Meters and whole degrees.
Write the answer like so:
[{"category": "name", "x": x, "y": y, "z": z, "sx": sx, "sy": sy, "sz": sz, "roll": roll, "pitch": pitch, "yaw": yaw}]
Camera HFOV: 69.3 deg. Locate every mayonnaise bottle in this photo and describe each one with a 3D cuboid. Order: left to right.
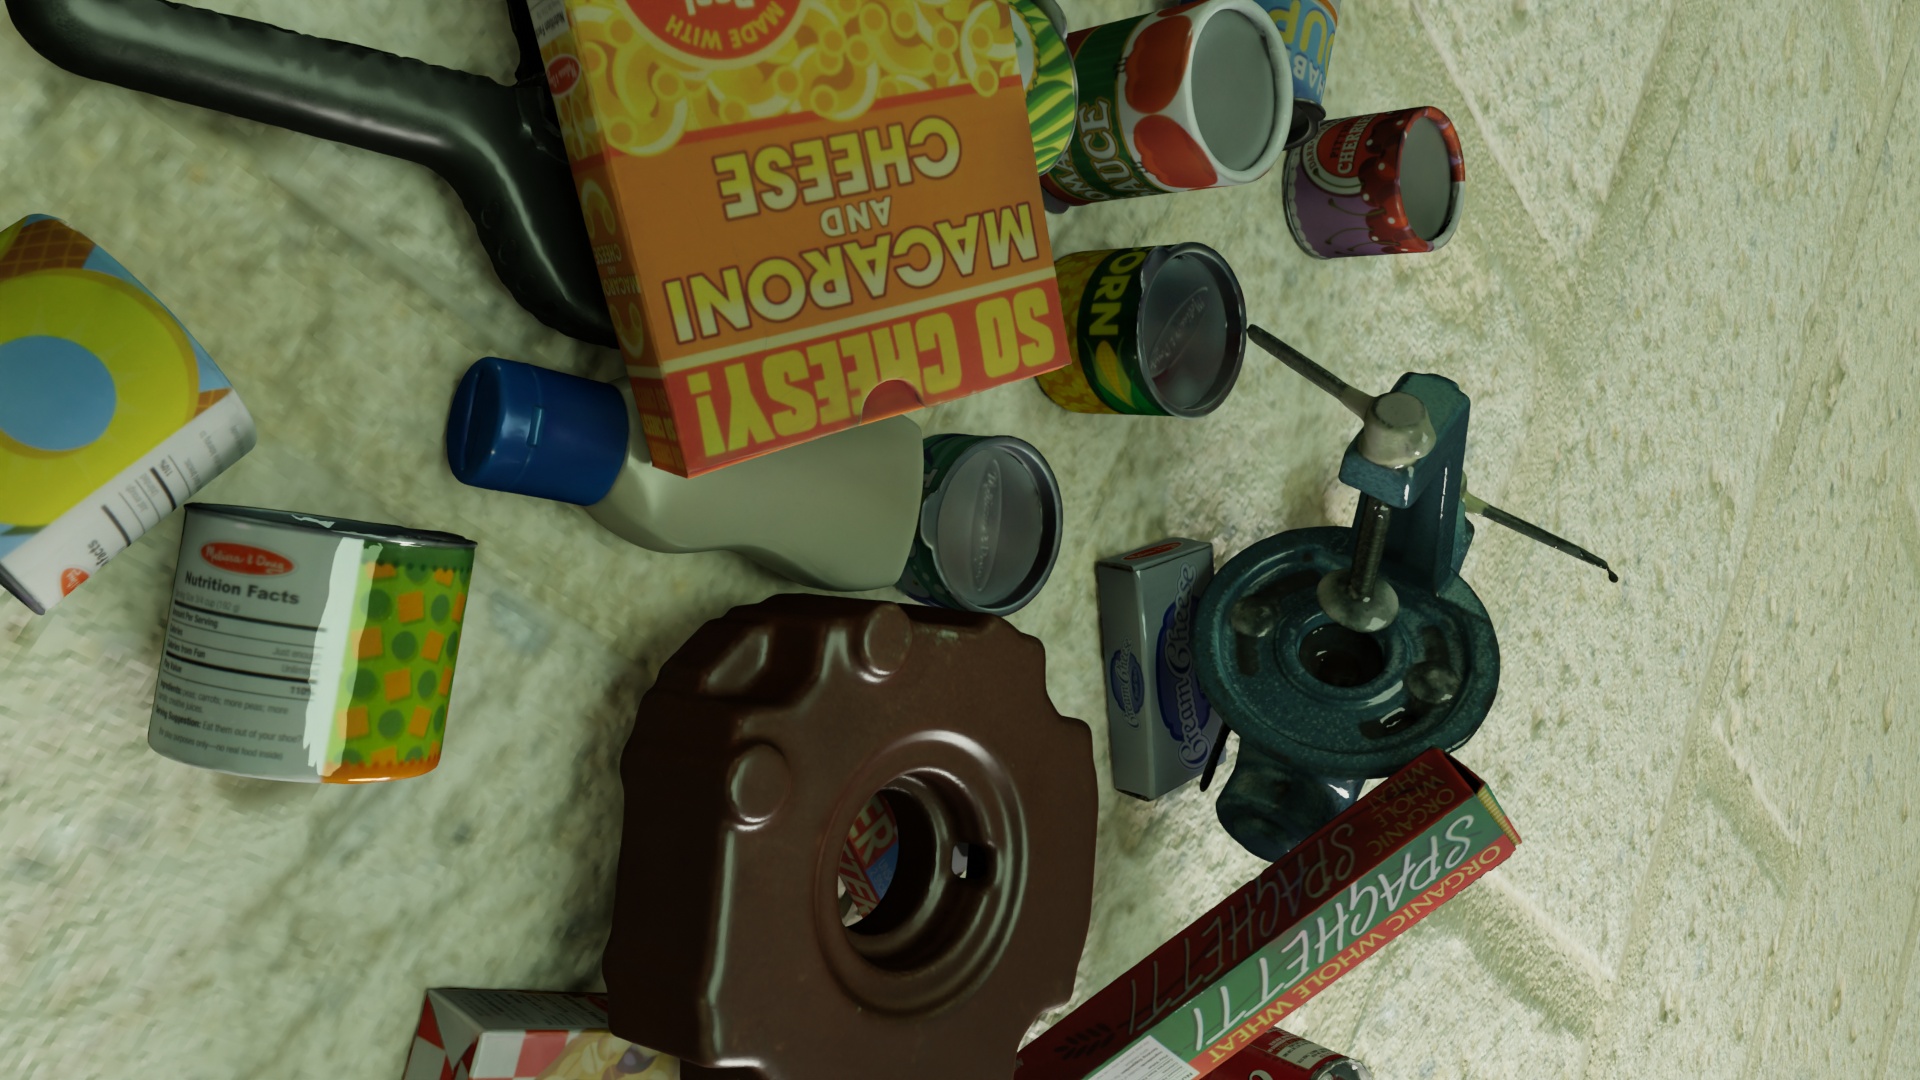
[{"category": "mayonnaise bottle", "x": -0.078, "y": -0.023, "z": 0.425, "sx": 0.148, "sy": 0.041, "sz": 0.065, "roll": 11, "pitch": 86, "yaw": -42}]

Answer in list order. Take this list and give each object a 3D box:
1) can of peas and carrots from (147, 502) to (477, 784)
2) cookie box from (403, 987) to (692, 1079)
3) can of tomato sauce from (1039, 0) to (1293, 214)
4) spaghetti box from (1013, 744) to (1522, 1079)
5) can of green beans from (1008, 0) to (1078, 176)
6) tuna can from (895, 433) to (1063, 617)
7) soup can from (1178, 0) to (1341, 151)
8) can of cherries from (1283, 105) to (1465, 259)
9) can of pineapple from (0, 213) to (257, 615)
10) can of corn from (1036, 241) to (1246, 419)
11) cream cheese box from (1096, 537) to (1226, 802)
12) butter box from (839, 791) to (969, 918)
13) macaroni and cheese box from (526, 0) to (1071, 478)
[{"category": "can of peas and carrots", "x": -0.156, "y": 0.024, "z": 0.342, "sx": 0.071, "sy": 0.071, "sz": 0.058, "roll": 10, "pitch": 89, "yaw": -43}, {"category": "cookie box", "x": -0.097, "y": 0.209, "z": 0.434, "sx": 0.167, "sy": 0.040, "sz": 0.123, "roll": 20, "pitch": 81, "yaw": -42}, {"category": "can of tomato sauce", "x": 0.070, "y": -0.160, "z": 0.518, "sx": 0.071, "sy": 0.083, "sz": 0.071, "roll": -6, "pitch": 99, "yaw": -42}, {"category": "spaghetti box", "x": 0.099, "y": 0.170, "z": 0.529, "sx": 0.250, "sy": 0.029, "sz": 0.050, "roll": -39, "pitch": 127, "yaw": 7}, {"category": "can of green beans", "x": -0.004, "y": -0.146, "z": 0.462, "sx": 0.058, "sy": 0.071, "sz": 0.071, "roll": -30, "pitch": 114, "yaw": -36}, {"category": "tuna can", "x": 0.002, "y": -0.006, "z": 0.506, "sx": 0.071, "sy": 0.033, "sz": 0.071, "roll": -6, "pitch": 99, "yaw": -42}, {"category": "soup can", "x": 0.123, "y": -0.211, "z": 0.569, "sx": 0.071, "sy": 0.071, "sz": 0.084, "roll": 17, "pitch": 84, "yaw": -43}, {"category": "can of cherries", "x": 0.193, "y": -0.167, "z": 0.647, "sx": 0.072, "sy": 0.058, "sz": 0.071, "roll": -7, "pitch": 100, "yaw": -43}, {"category": "can of pineapple", "x": -0.198, "y": -0.028, "z": 0.296, "sx": 0.058, "sy": 0.071, "sz": 0.070, "roll": -49, "pitch": 125, "yaw": -28}, {"category": "can of corn", "x": 0.067, "y": -0.083, "z": 0.540, "sx": 0.071, "sy": 0.058, "sz": 0.071, "roll": -6, "pitch": 100, "yaw": -42}, {"category": "cream cheese box", "x": 0.088, "y": 0.054, "z": 0.599, "sx": 0.053, "sy": 0.024, "sz": 0.103, "roll": -16, "pitch": 105, "yaw": -40}, {"category": "butter box", "x": -0.030, "y": 0.085, "z": 0.493, "sx": 0.053, "sy": 0.024, "sz": 0.103, "roll": -42, "pitch": 121, "yaw": -32}, {"category": "macaroni and cheese box", "x": -0.043, "y": -0.113, "z": 0.378, "sx": 0.124, "sy": 0.040, "sz": 0.166, "roll": -19, "pitch": 106, "yaw": -26}]
